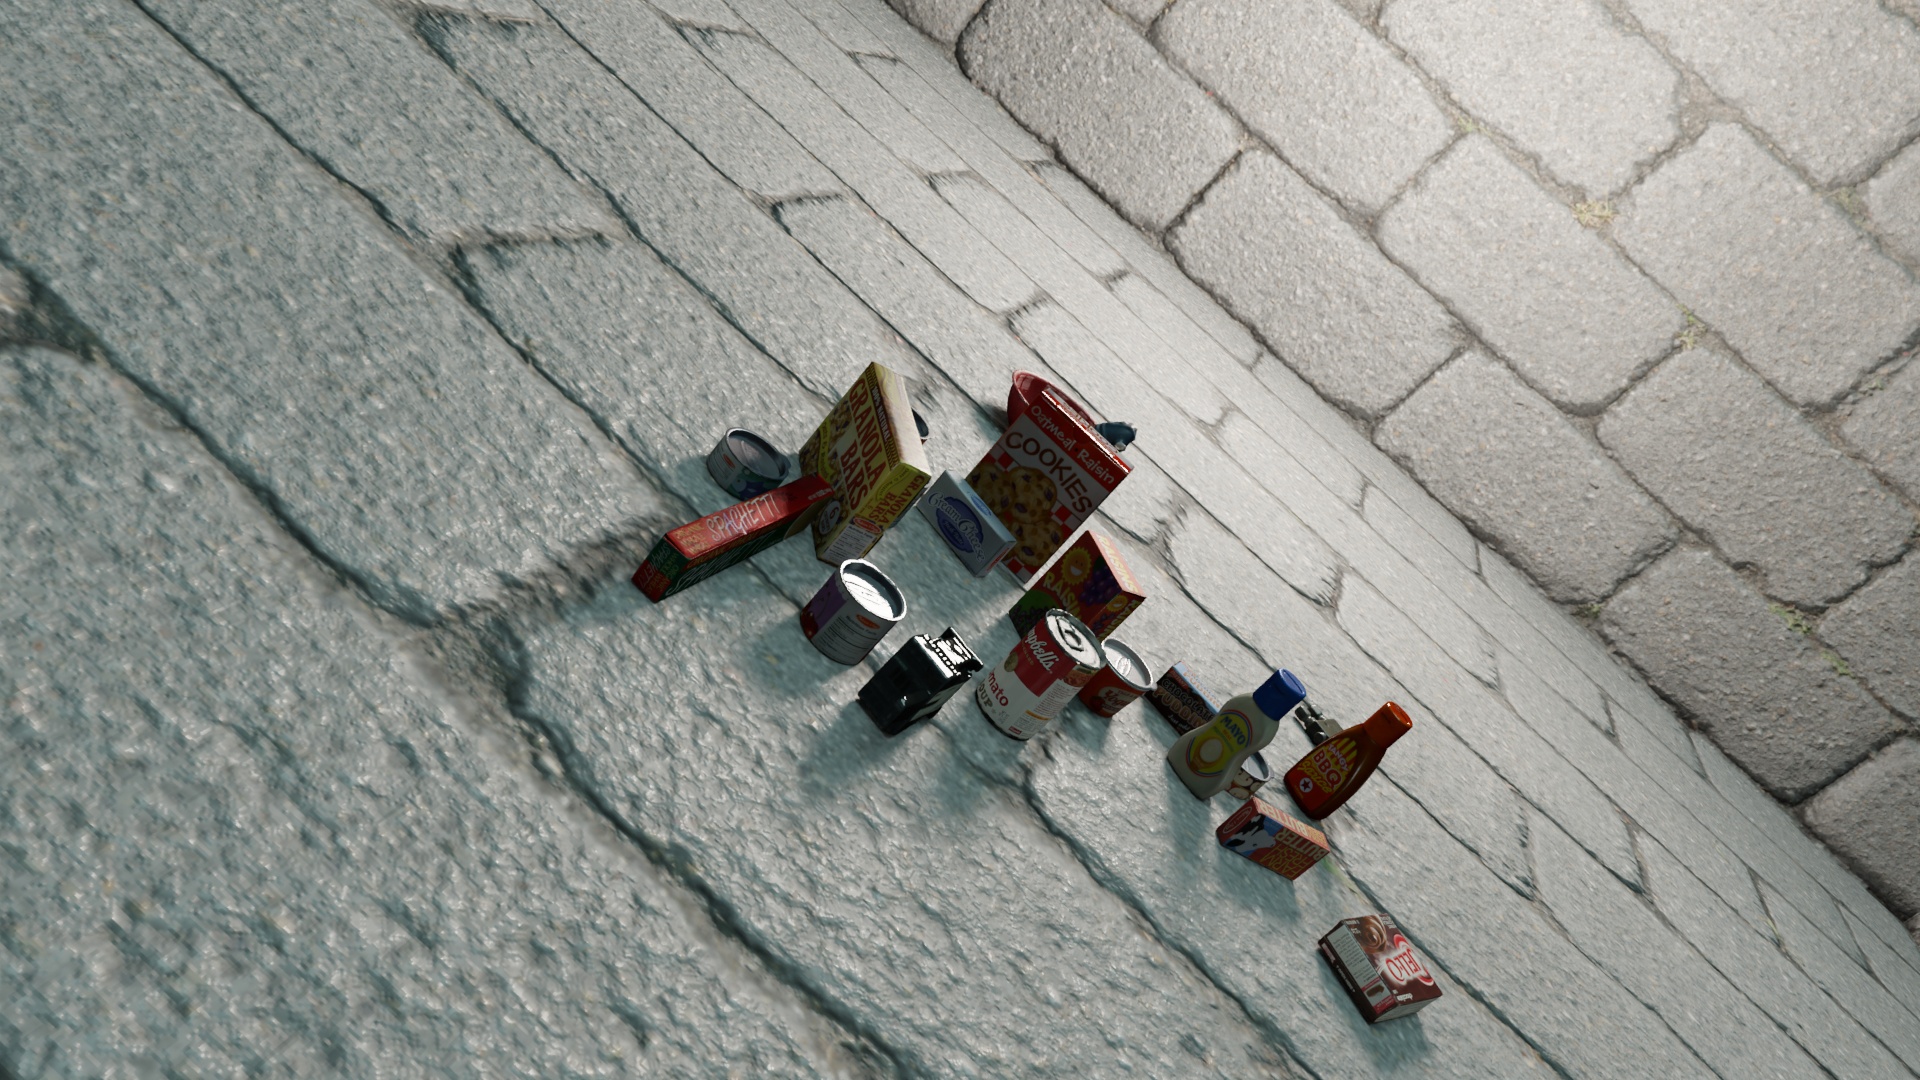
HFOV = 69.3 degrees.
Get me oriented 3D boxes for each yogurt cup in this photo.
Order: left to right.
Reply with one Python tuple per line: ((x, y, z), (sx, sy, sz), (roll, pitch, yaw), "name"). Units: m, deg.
((0.147, 0.136, 1.359), (0.072, 0.053, 0.073), (34, 25, -18), "yogurt cup")

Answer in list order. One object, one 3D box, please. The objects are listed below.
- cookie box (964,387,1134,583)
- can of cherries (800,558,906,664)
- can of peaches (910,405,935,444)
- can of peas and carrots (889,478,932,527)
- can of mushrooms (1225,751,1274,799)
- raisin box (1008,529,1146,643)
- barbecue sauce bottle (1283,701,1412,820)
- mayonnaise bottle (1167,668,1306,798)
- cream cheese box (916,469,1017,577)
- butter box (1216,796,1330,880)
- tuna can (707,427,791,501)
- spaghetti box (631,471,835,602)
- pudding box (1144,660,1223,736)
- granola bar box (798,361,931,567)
((0.080, -0.056, 1.443), (0.123, 0.167, 0.040), (43, 23, 3), "cookie box")
((-0.088, 0.057, 1.133), (0.071, 0.058, 0.072), (34, 25, -18), "can of cherries")
((-0.072, -0.107, 1.435), (0.071, 0.058, 0.071), (34, 25, -18), "can of peaches")
((-0.072, -0.057, 1.349), (0.071, 0.058, 0.071), (34, 25, -18), "can of peas and carrots")
((0.287, 0.233, 1.433), (0.071, 0.033, 0.071), (34, 25, -18), "can of mushrooms")
((0.112, 0.063, 1.344), (0.040, 0.123, 0.086), (20, 31, -40), "raisin box")
((0.418, 0.232, 1.488), (0.043, 0.148, 0.065), (18, 33, -43), "barbecue sauce bottle")
((0.271, 0.184, 1.349), (0.041, 0.147, 0.065), (4, 44, -55), "mayonnaise bottle")
((0.005, -0.018, 1.406), (0.104, 0.053, 0.024), (50, 25, 19), "cream cheese box")
((0.301, 0.288, 1.337), (0.103, 0.053, 0.024), (30, 26, -25), "butter box")
((-0.186, -0.065, 1.224), (0.071, 0.032, 0.071), (34, 25, -18), "tuna can")
((-0.176, -0.007, 1.119), (0.029, 0.050, 0.251), (44, 24, 6), "spaghetti box")
((0.238, 0.172, 1.441), (0.084, 0.049, 0.030), (48, 24, 13), "pudding box")
((-0.089, -0.069, 1.263), (0.039, 0.123, 0.166), (27, 28, -31), "granola bar box")
